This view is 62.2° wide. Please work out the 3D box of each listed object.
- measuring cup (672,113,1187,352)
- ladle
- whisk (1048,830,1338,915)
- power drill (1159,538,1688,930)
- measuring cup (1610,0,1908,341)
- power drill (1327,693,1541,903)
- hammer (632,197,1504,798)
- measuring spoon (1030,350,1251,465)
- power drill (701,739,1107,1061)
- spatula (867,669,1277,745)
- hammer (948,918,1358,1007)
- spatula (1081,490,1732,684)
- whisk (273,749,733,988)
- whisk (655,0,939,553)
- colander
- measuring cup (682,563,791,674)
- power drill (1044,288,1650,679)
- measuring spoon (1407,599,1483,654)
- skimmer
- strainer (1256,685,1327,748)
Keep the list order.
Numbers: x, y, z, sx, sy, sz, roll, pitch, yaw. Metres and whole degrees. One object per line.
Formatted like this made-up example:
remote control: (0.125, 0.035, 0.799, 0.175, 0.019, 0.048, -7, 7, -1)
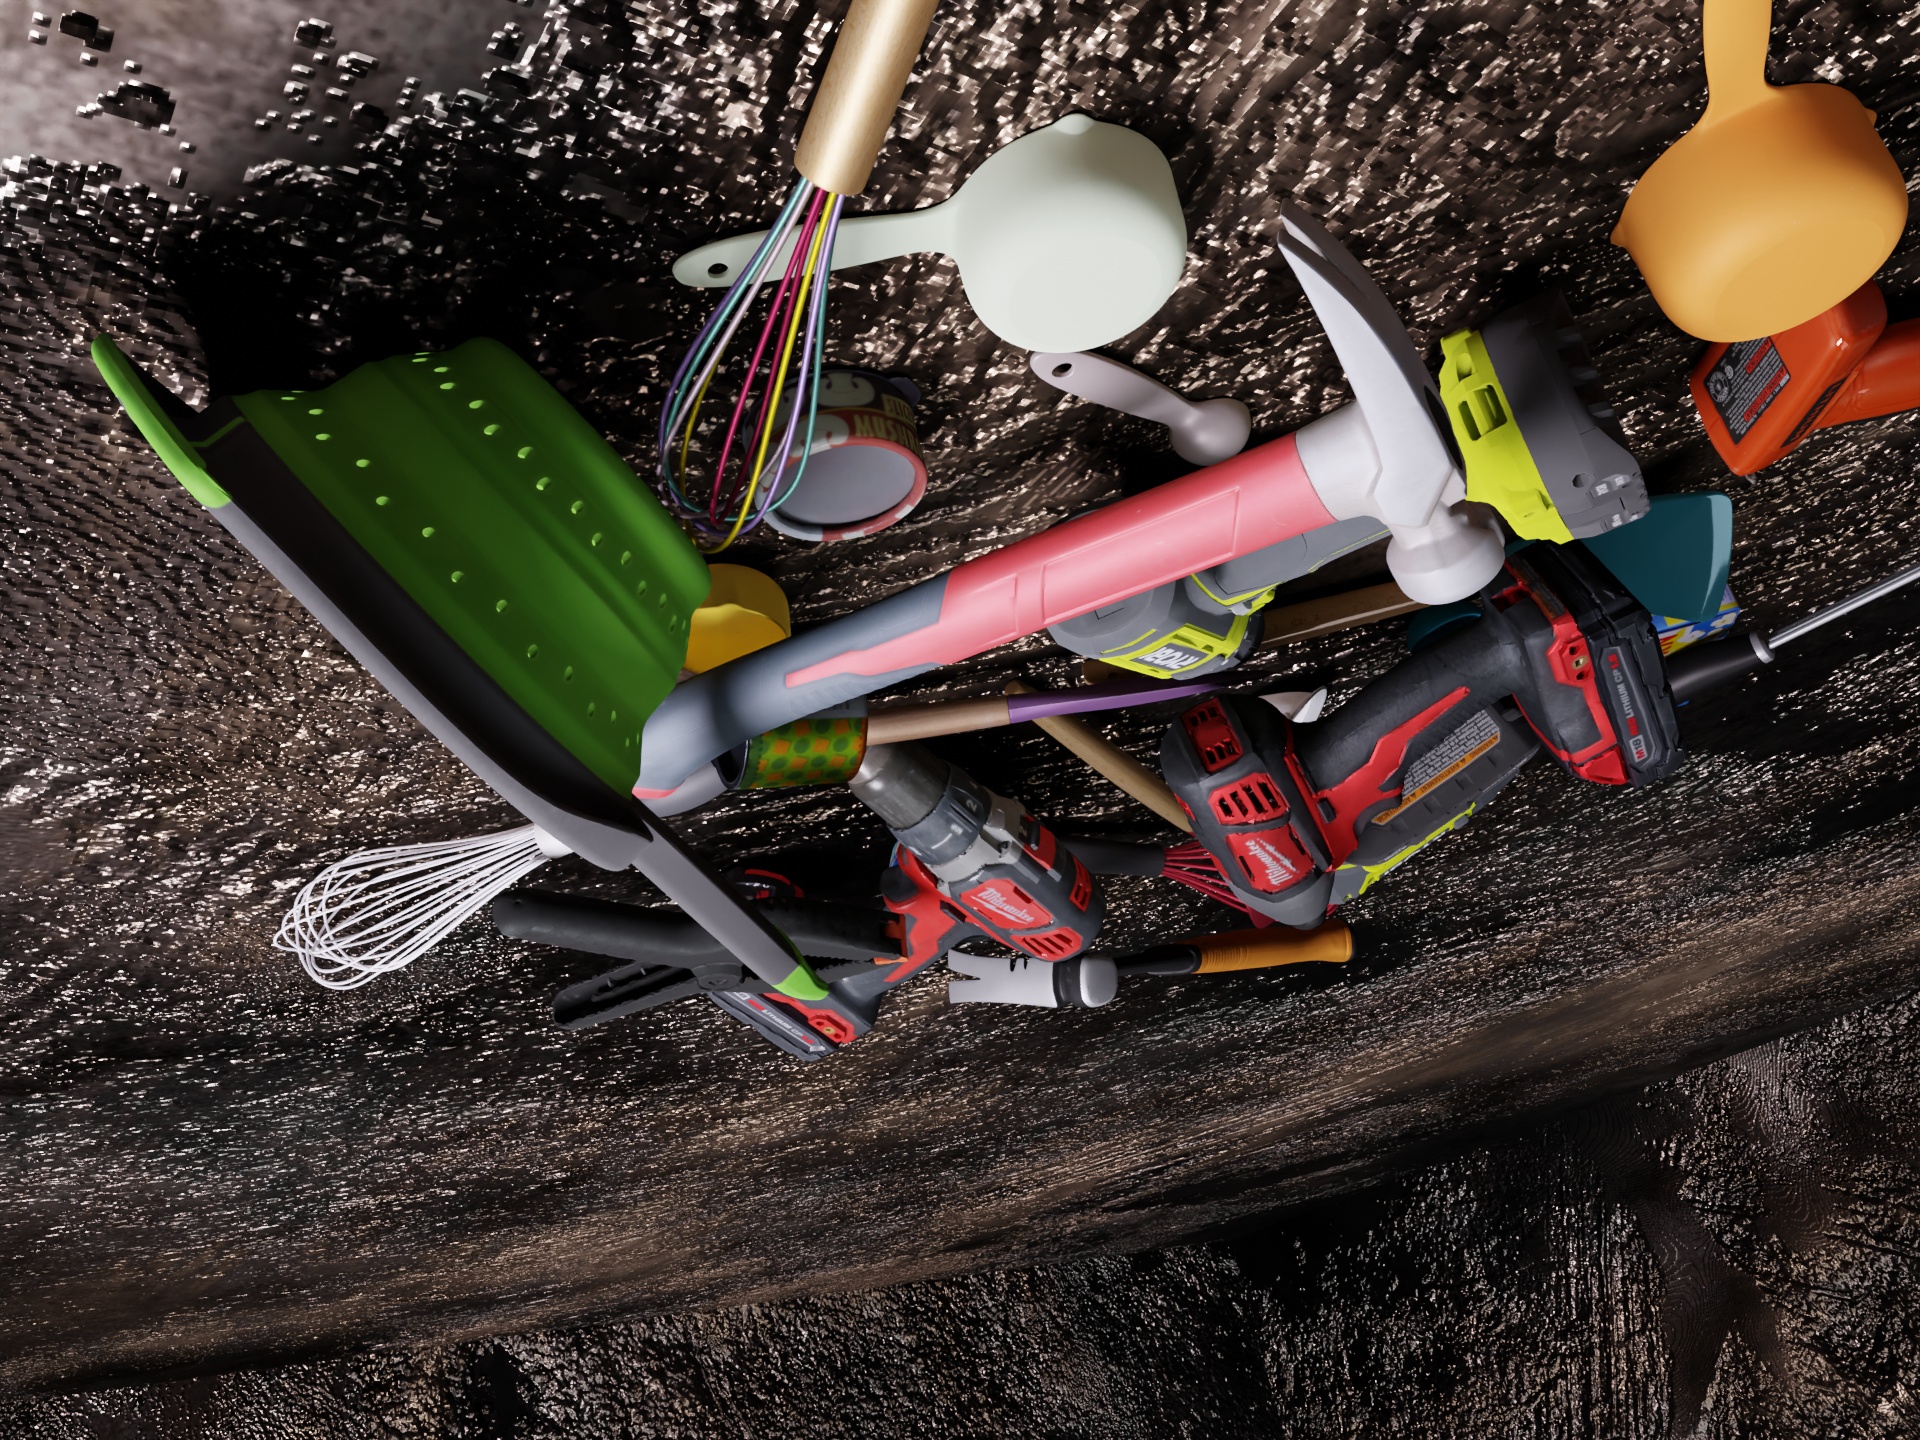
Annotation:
measuring cup: (-0.007, -0.145, 0.513, 0.167, 0.038, 0.083, -11, 154, -9)
ladle: (0.121, 0.048, 0.929, 0.031, 0.069, 0.315, -14, 147, 35)
whisk: (0.146, 0.094, 1.057, 0.295, 0.073, 0.073, 7, 148, -26)
power drill: (0.216, 0.016, 0.754, 0.219, 0.079, 0.143, -27, 127, 8)
measuring cup: (0.275, -0.190, 0.541, 0.095, 0.052, 0.173, -23, 155, 19)
power drill: (0.266, 0.031, 0.921, 0.171, 0.080, 0.223, -36, 162, 6)
hammer: (-0.011, -0.050, 0.597, 0.386, 0.038, 0.143, -19, 124, 30)
measuring spoon: (0.072, -0.121, 0.622, 0.124, 0.018, 0.034, 10, 146, -44)
power drill: (-0.054, 0.097, 0.907, 0.226, 0.080, 0.187, -28, 125, 31)
spatula: (-0.001, -0.003, 0.796, 0.316, 0.018, 0.060, -8, -178, 2)
hammer: (0.148, 0.157, 1.051, 0.336, 0.034, 0.127, 2, 173, -43)
spatula: (0.218, -0.055, 0.800, 0.317, 0.044, 0.082, -14, 133, 5)
whisk: (-0.230, 0.068, 0.805, 0.284, 0.070, 0.070, -23, 153, 17)
whisk: (-0.044, -0.140, 0.470, 0.051, 0.047, 0.244, 19, 134, -14)
colander: (-0.118, -0.011, 0.577, 0.094, 0.205, 0.396, -44, 140, -8)
measuring cup: (-0.149, -0.049, 0.668, 0.156, 0.029, 0.062, 6, 150, -11)
power drill: (0.162, -0.080, 0.675, 0.228, 0.080, 0.190, -23, 166, 23)
measuring spoon: (0.295, -0.067, 0.853, 0.128, 0.021, 0.042, -19, 156, -9)
skimmer: (0.488, -0.042, 0.819, 0.363, 0.090, 0.127, -32, -179, 35)
strainer: (0.198, 0.028, 0.964, 0.087, 0.050, 0.258, -53, 154, 1)
